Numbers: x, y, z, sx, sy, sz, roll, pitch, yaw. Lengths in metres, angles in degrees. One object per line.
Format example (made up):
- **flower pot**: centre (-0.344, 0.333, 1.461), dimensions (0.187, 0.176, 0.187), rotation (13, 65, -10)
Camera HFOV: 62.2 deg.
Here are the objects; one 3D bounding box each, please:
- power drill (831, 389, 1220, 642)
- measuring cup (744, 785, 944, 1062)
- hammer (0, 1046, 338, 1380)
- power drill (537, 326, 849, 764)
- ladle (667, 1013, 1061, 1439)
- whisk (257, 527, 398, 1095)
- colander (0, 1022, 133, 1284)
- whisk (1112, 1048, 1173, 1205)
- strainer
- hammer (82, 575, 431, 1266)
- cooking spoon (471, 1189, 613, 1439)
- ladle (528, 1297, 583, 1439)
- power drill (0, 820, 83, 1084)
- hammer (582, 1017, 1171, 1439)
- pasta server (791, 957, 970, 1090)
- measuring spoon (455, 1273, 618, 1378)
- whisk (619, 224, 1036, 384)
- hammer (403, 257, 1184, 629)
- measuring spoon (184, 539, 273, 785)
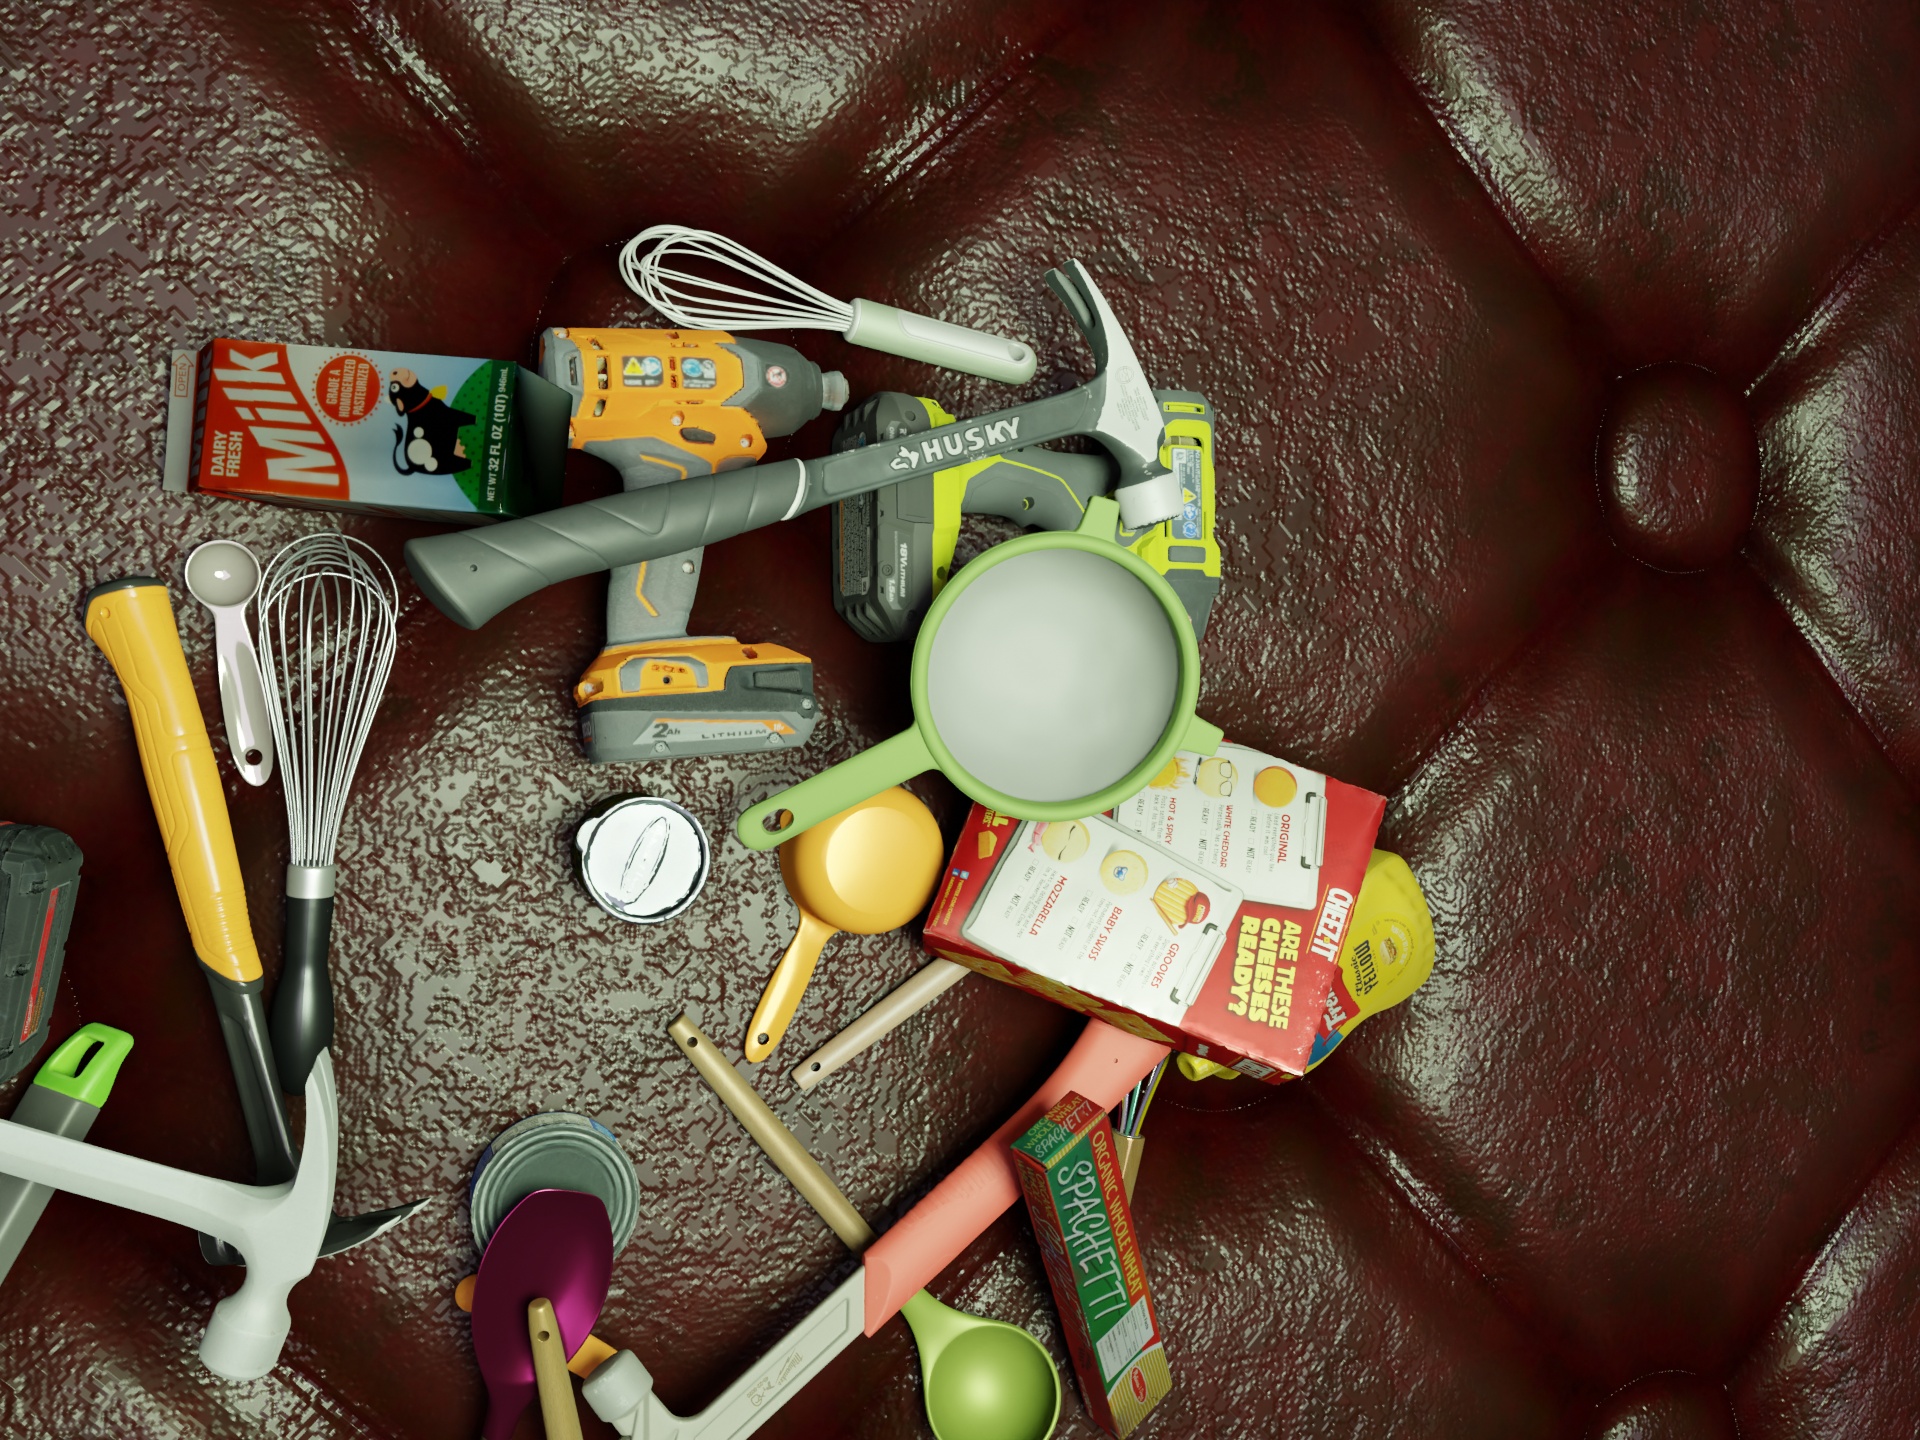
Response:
- **power drill**: centre (0.044, -0.105, 0.909), dimensions (0.223, 0.080, 0.171), rotation (-1, 91, -23)
- **measuring cup**: centre (-0.071, 0.113, 0.879), dimensions (0.095, 0.052, 0.174), rotation (30, 79, -18)
- **hammer**: centre (-0.465, 0.153, 0.665), dimensions (0.405, 0.035, 0.144), rotation (22, 92, -13)
- **power drill**: centre (-0.132, -0.095, 0.843), dimensions (0.164, 0.084, 0.226), rotation (-5, 88, -20)
- **ladle**: centre (-0.056, 0.288, 0.886), dimensions (0.078, 0.062, 0.320), rotation (-40, 100, -15)
- **whisk**: centre (-0.320, 0.047, 0.788), dimensions (0.070, 0.070, 0.284), rotation (3, 94, -20)
- **colander**: centre (-0.466, 0.335, 0.717), dimensions (0.094, 0.204, 0.397), rotation (60, 45, -55)
- **whisk**: centre (0.102, 0.225, 0.954), dimensions (0.047, 0.051, 0.245), rotation (12, 90, 1)
- **strainer**: centre (-0.001, -0.003, 0.840), dimensions (0.256, 0.069, 0.151), rotation (-27, 103, 0)
- **hammer**: centre (-0.351, 0.094, 0.762), dimensions (0.127, 0.034, 0.337), rotation (-15, 91, 25)
- **cooking spoon**: centre (-0.245, 0.390, 0.815), dimensions (0.068, 0.017, 0.319), rotation (15, 93, -27)
- **ladle**: centre (-0.194, 0.443, 0.827), dimensions (0.069, 0.031, 0.315), rotation (-10, 103, -16)
- **power drill**: centre (-0.533, 0.112, 0.702), dimensions (0.226, 0.080, 0.188), rotation (11, 87, -17)
- **hammer**: centre (-0.017, 0.293, 0.862), dimensions (0.359, 0.036, 0.149), rotation (-38, 93, -17)
- **pasta server**: centre (0.033, 0.113, 0.926), dimensions (0.316, 0.040, 0.060), rotation (-35, 76, -15)
- **measuring spoon**: centre (-0.218, 0.330, 0.849), dimensions (0.116, 0.011, 0.021), rotation (37, 78, -16)
- **whisk**: centre (-0.067, -0.226, 0.884), dimensions (0.246, 0.059, 0.058), rotation (9, 60, -24)
- **hammer**: centre (-0.067, -0.124, 0.783), dimensions (0.409, 0.036, 0.149), rotation (-20, 97, -28)
- **measuring spoon**: centre (-0.361, -0.029, 0.796), dimensions (0.034, 0.018, 0.124), rotation (-8, 100, -20)
